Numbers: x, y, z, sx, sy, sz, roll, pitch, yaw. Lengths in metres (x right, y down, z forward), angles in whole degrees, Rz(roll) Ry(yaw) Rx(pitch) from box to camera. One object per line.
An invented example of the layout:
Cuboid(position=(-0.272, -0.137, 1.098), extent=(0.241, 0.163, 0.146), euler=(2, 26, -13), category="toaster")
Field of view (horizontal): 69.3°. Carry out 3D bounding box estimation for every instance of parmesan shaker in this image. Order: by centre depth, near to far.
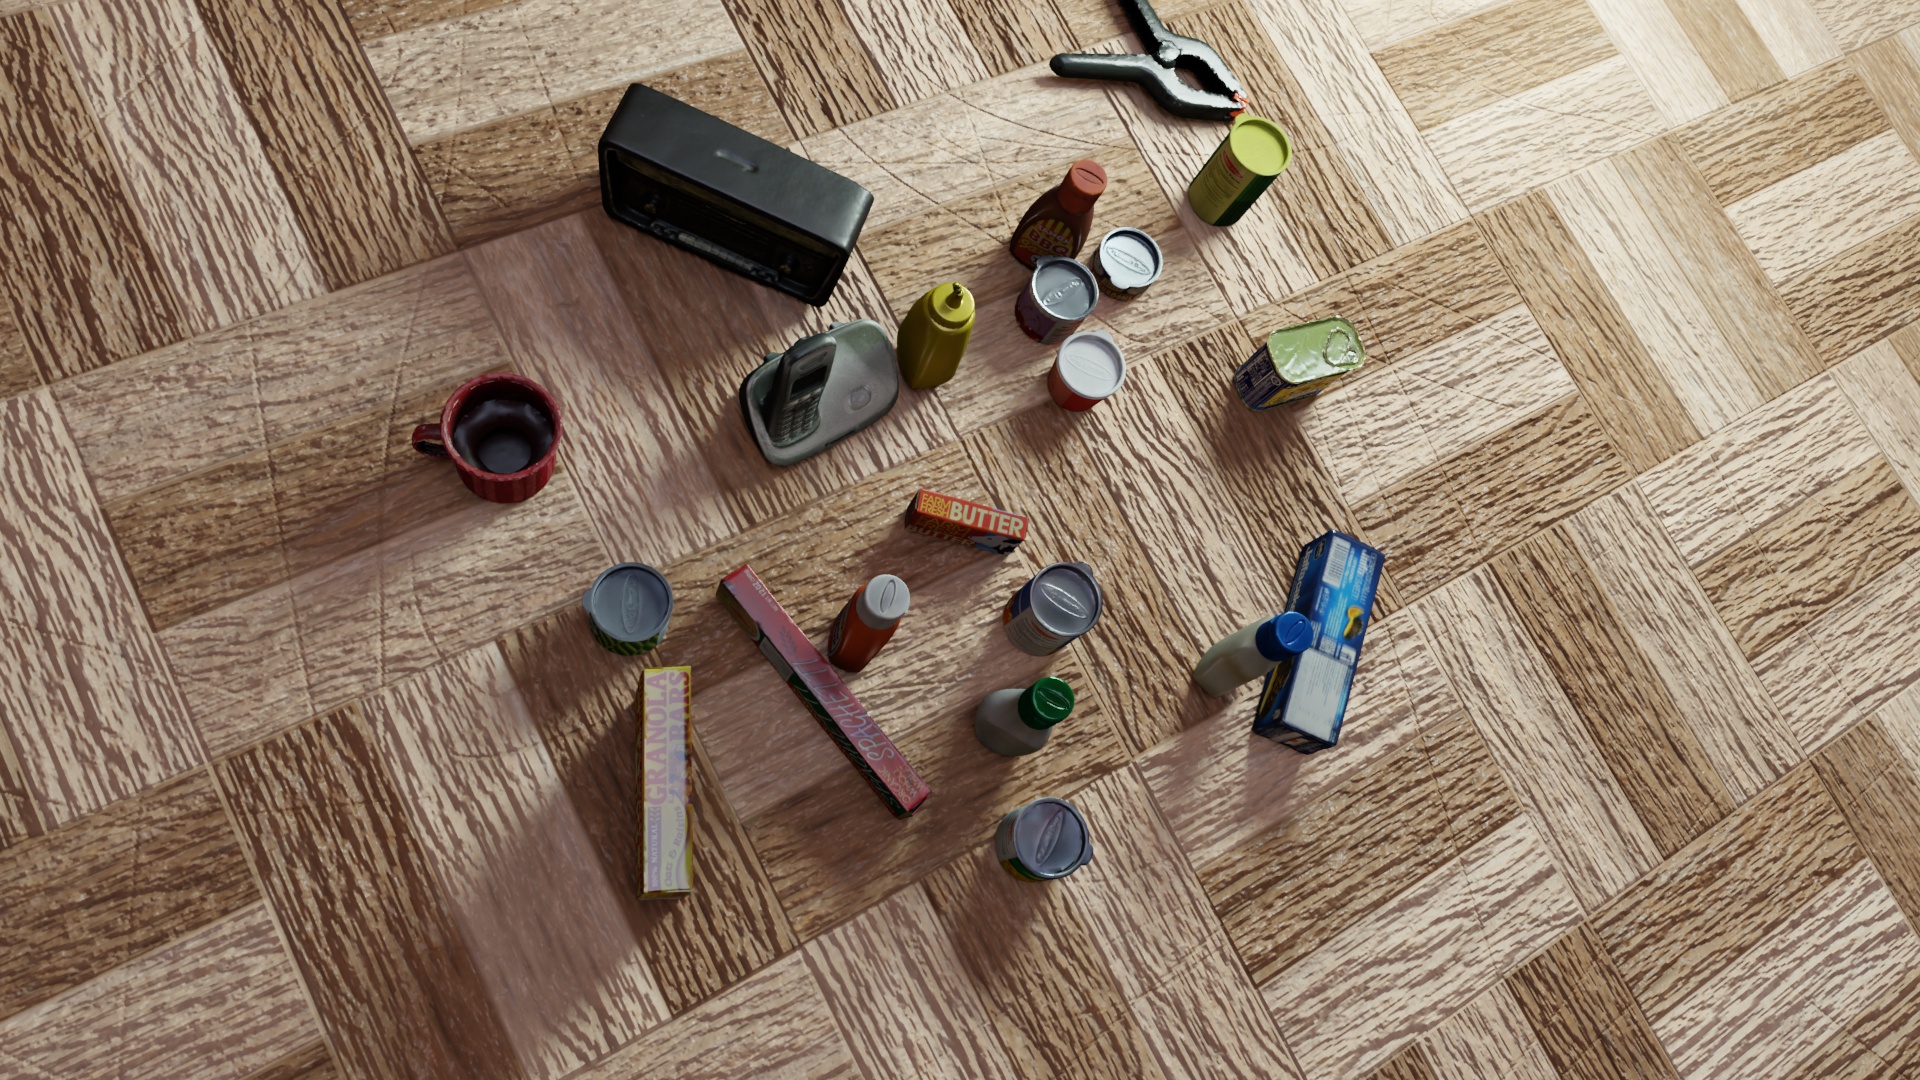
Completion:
Cuboid(position=(0.279, -0.373, 1.403), extent=(0.071, 0.102, 0.071), euler=(5, 72, -14), category="parmesan shaker")

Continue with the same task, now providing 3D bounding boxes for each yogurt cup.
Cuboid(position=(0.116, -0.156, 1.315), extent=(0.072, 0.053, 0.072), euler=(5, 72, -14), category="yogurt cup")

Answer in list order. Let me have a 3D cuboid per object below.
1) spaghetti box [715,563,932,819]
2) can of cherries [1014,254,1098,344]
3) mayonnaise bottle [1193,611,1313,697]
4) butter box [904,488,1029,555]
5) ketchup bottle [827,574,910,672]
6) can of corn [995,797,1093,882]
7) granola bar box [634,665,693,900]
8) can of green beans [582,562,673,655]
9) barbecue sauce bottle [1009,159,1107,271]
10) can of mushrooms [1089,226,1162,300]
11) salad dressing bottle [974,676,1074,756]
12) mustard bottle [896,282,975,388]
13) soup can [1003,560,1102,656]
Cuboid(position=(-0.115, 0.128, 1.161), extent=(0.029, 0.050, 0.250), euler=(-38, 86, -22), category="spaghetti box")
Cuboid(position=(0.090, -0.231, 1.329), extent=(0.071, 0.058, 0.071), euler=(5, 72, -14), category="can of cherries")
Cuboid(position=(0.259, 0.097, 1.223), extent=(0.041, 0.147, 0.065), euler=(45, 67, 1), category="mayonnaise bottle")
Cuboid(position=(0.004, -0.016, 1.239), extent=(0.103, 0.053, 0.024), euler=(15, 70, -11), category="butter box")
Cuboid(position=(-0.074, 0.064, 1.140), extent=(0.043, 0.148, 0.065), euler=(20, 69, -9), category="ketchup bottle")
Cuboid(position=(0.070, 0.254, 1.168), extent=(0.071, 0.058, 0.071), euler=(5, 72, -14), category="can of corn")
Cuboid(position=(-0.230, 0.190, 1.069), extent=(0.039, 0.123, 0.166), euler=(1, 73, -15), category="granola bar box")
Cuboid(position=(-0.270, 0.057, 1.136), extent=(0.071, 0.057, 0.071), euler=(5, 72, -14), category="can of green beans")
Cuboid(position=(0.096, -0.304, 1.305), extent=(0.065, 0.148, 0.044), euler=(27, 68, -6), category="barbecue sauce bottle")
Cuboid(position=(0.162, -0.272, 1.375), extent=(0.071, 0.033, 0.071), euler=(5, 72, -14), category="can of mushrooms")
Cuboid(position=(0.054, 0.145, 1.150), extent=(0.064, 0.147, 0.044), euler=(31, 68, -5), category="salad dressing bottle")
Cuboid(position=(-0.018, -0.188, 1.230), extent=(0.049, 0.159, 0.065), euler=(-12, 77, -19), category="mustard bottle")
Cuboid(position=(0.081, 0.060, 1.220), extent=(0.071, 0.083, 0.071), euler=(5, 72, -14), category="soup can")
